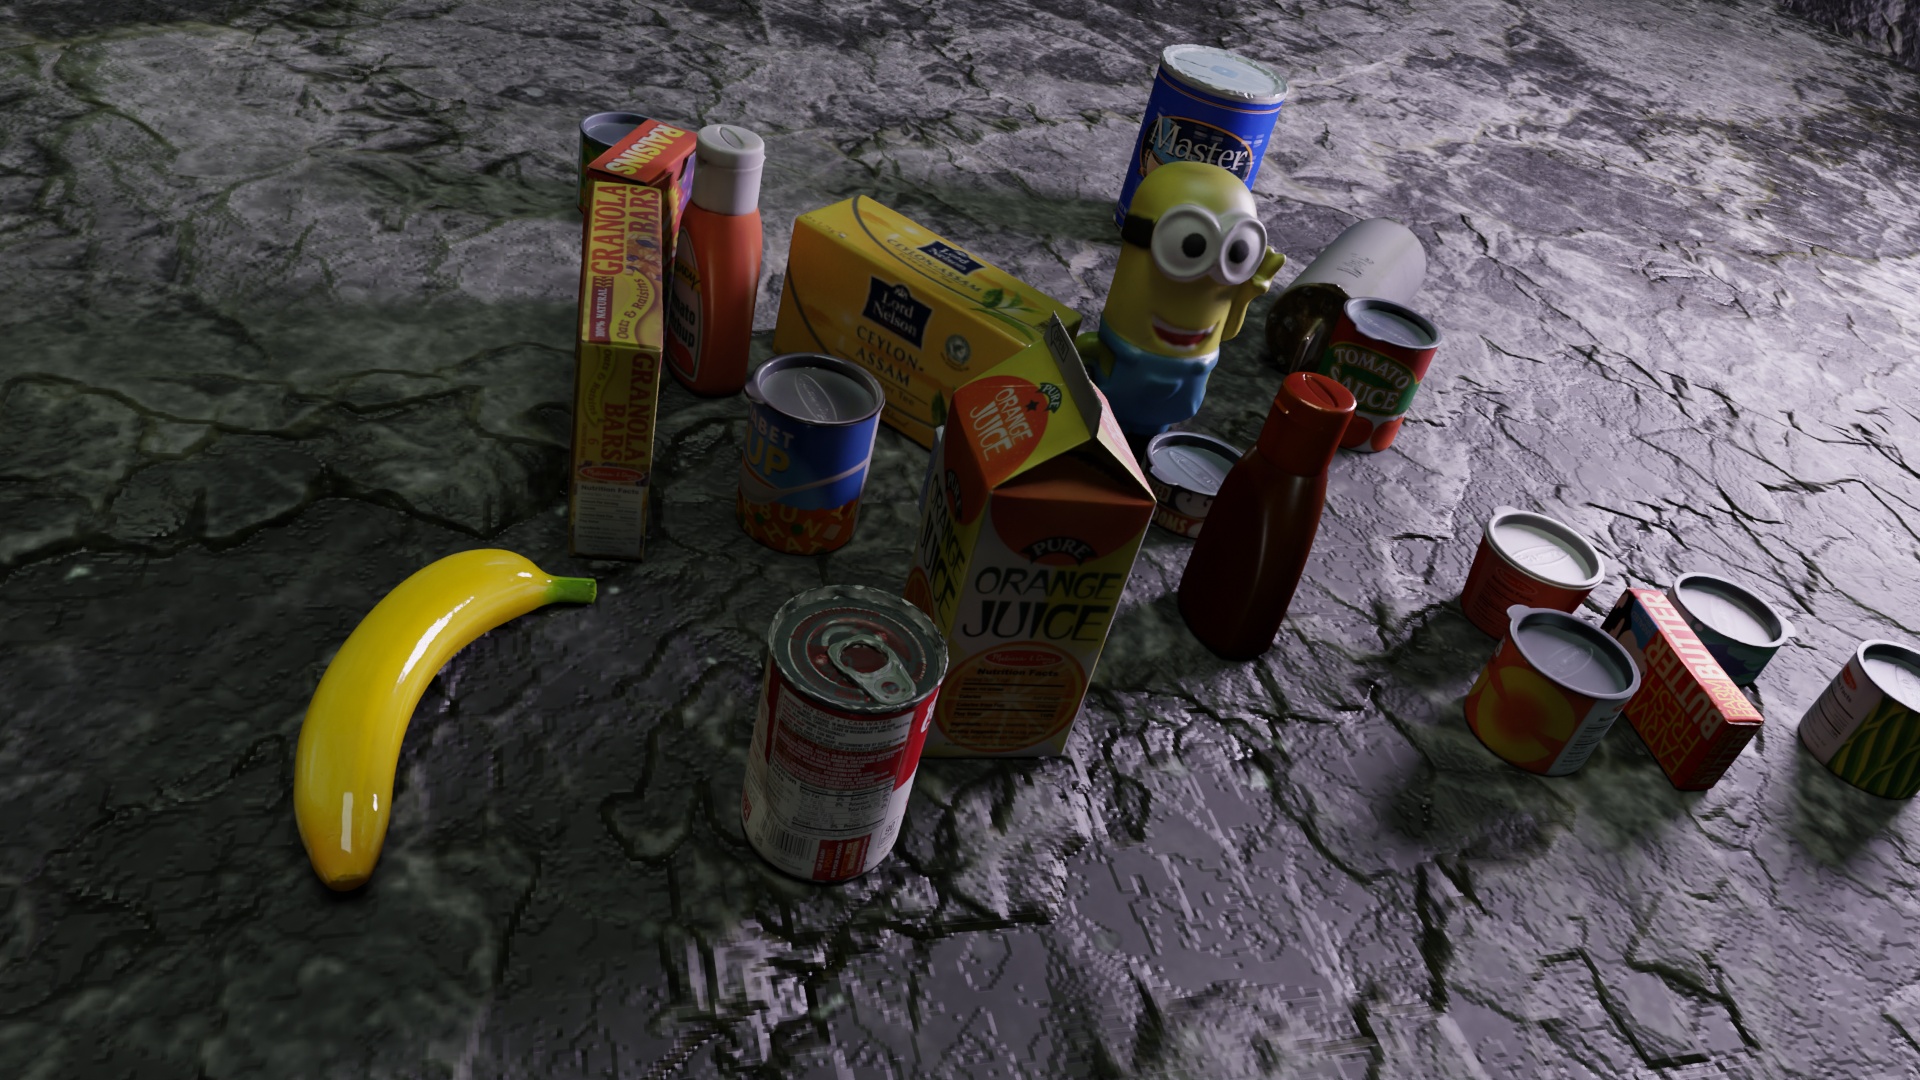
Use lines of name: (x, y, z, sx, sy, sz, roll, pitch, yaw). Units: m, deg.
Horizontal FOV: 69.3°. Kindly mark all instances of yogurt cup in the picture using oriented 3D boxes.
yogurt cup: (0.322, 0.024, 0.791, 0.072, 0.053, 0.073, 10, 36, -7)

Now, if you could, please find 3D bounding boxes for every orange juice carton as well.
orange juice carton: (0.026, 0.003, 0.596, 0.073, 0.191, 0.072, 3, 38, -16)

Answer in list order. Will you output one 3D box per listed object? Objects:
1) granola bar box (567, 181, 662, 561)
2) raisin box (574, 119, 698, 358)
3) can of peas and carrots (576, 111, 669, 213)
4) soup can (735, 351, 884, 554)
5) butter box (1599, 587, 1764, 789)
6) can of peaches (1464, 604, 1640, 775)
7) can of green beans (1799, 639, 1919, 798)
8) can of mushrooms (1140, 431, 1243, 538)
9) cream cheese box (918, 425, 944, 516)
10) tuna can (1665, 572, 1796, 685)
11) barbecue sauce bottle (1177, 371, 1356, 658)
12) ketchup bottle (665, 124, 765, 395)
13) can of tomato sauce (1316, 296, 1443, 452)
granola bar box: (-0.175, -0.089, 0.704, 0.039, 0.123, 0.166, 4, 38, -15)
raisin box: (-0.186, -0.170, 0.809, 0.040, 0.122, 0.086, 18, 36, 4)
can of peas and carrots: (-0.229, -0.256, 0.962, 0.071, 0.058, 0.071, 10, 36, -7)
soup can: (-0.081, -0.044, 0.712, 0.071, 0.083, 0.072, 10, 36, -7)
butter box: (0.377, 0.078, 0.739, 0.024, 0.052, 0.104, 5, 37, -14)
can of peaches: (0.299, 0.076, 0.710, 0.071, 0.057, 0.071, 10, 36, -7)
can of green beans: (0.505, 0.097, 0.755, 0.071, 0.057, 0.071, 10, 36, -7)
can of mushrooms: (0.135, -0.033, 0.816, 0.071, 0.033, 0.071, 10, 36, -7)
cream cheese box: (0.003, -0.009, 0.721, 0.024, 0.053, 0.104, 2, 38, -17)
tuna can: (0.446, 0.052, 0.815, 0.071, 0.032, 0.071, 10, 36, -7)
barbecue sauce bottle: (0.154, -0.013, 0.701, 0.044, 0.147, 0.065, -1, 39, -21)
ketchup bottle: (-0.138, -0.159, 0.790, 0.044, 0.148, 0.065, -10, 43, -30)
can of tomato sauce: (0.272, -0.109, 0.925, 0.071, 0.082, 0.071, 10, 36, -7)
